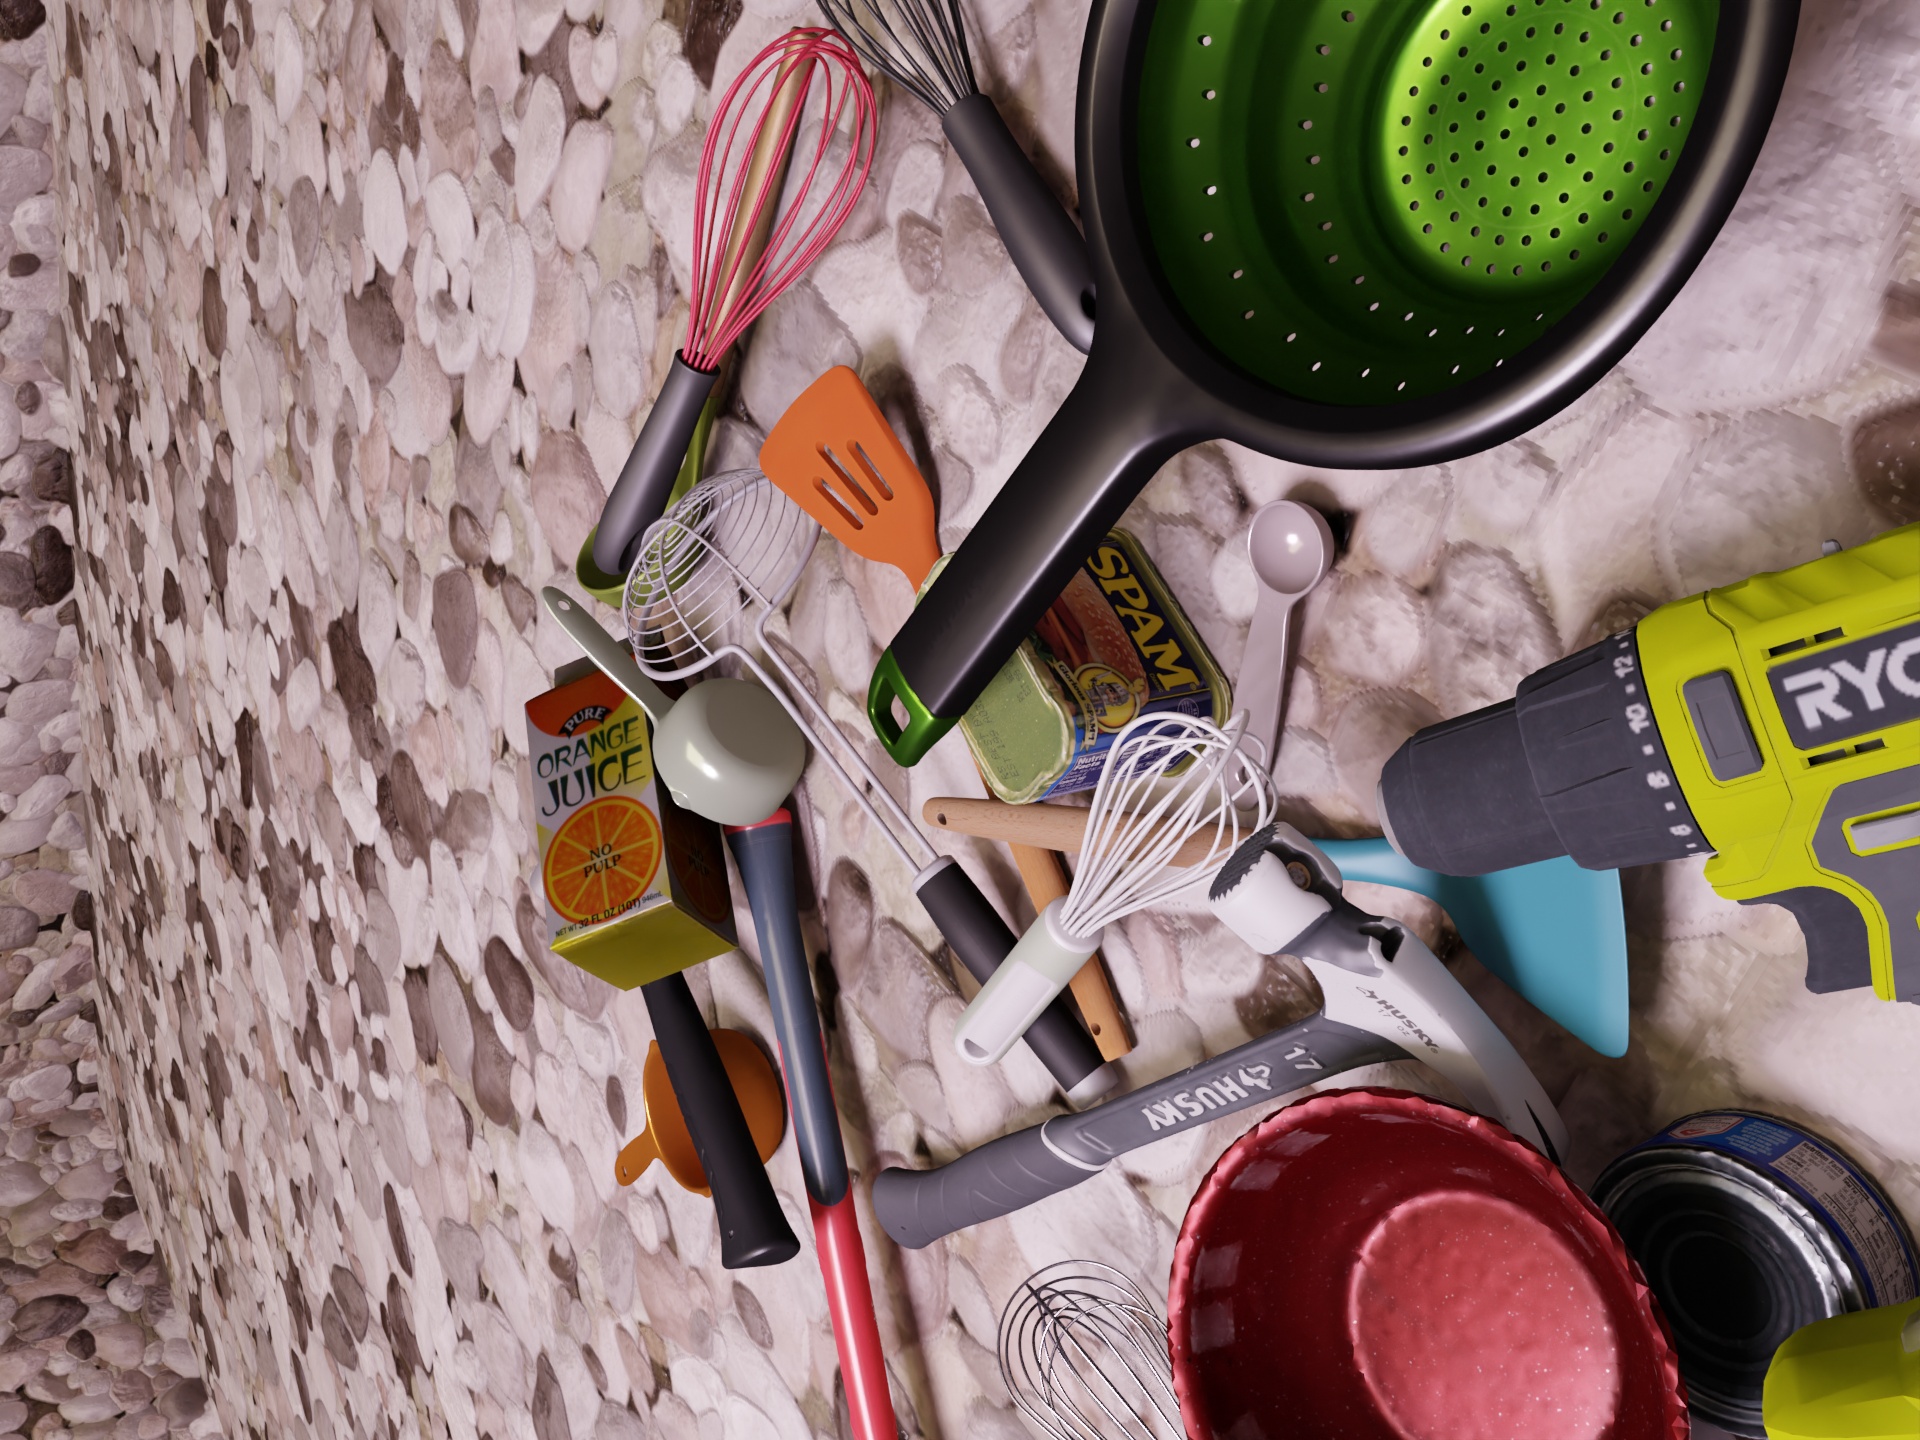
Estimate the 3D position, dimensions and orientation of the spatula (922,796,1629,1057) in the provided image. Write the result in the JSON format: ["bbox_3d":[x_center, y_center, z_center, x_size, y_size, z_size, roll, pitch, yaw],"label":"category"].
[{"bbox_3d":[0.091,0.048,0.576,0.318,0.044,0.082,3,108,45],"label":"spatula"}]

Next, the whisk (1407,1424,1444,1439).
[{"bbox_3d":[0.181,0.265,0.481,0.245,0.051,0.047,57,143,45],"label":"whisk"}]

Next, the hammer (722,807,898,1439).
[{"bbox_3d":[-0.067,0.234,0.805,0.143,0.038,0.386,127,131,-79],"label":"hammer"}]

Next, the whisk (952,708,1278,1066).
[{"bbox_3d":[0.046,0.072,0.590,0.058,0.059,0.246,33,139,2],"label":"whisk"}]

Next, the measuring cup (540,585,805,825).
[{"bbox_3d":[-0.148,-0.019,0.818,0.167,0.083,0.038,44,128,-2],"label":"measuring cup"}]

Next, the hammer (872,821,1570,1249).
[{"bbox_3d":[0.061,0.167,0.635,0.149,0.036,0.409,41,144,-3],"label":"hammer"}]

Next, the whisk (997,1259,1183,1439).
[{"bbox_3d":[0.115,0.329,0.618,0.285,0.070,0.070,44,130,31],"label":"whisk"}]

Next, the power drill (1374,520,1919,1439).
[{"bbox_3d":[0.217,0.074,0.374,0.190,0.080,0.228,-21,82,30],"label":"power drill"}]

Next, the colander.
[{"bbox_3d":[0.095,-0.120,0.483,0.397,0.094,0.205,-52,59,37],"label":"colander"}]

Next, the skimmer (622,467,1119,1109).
[{"bbox_3d":[-0.039,0.024,0.751,0.127,0.090,0.363,-41,74,10],"label":"skimmer"}]

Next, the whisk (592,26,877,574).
[{"bbox_3d":[-0.117,-0.186,0.755,0.073,0.073,0.295,52,126,31],"label":"whisk"}]

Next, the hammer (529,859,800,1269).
[{"bbox_3d":[-0.157,0.150,0.872,0.146,0.035,0.335,-55,45,25],"label":"hammer"}]

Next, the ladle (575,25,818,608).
[{"bbox_3d":[-0.135,-0.194,0.812,0.320,0.062,0.078,-67,31,32],"label":"ladle"}]

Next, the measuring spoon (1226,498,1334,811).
[{"bbox_3d":[0.114,-0.022,0.573,0.034,0.018,0.124,35,131,42],"label":"measuring spoon"}]

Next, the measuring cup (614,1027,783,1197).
[{"bbox_3d":[-0.160,0.243,0.951,0.173,0.052,0.095,-47,62,48],"label":"measuring cup"}]

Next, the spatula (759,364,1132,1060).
[{"bbox_3d":[-0.001,-0.002,0.698,0.081,0.041,0.323,-37,70,44],"label":"spatula"}]

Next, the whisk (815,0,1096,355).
[{"bbox_3d":[0.001,-0.241,0.636,0.055,0.055,0.239,-46,66,47],"label":"whisk"}]
